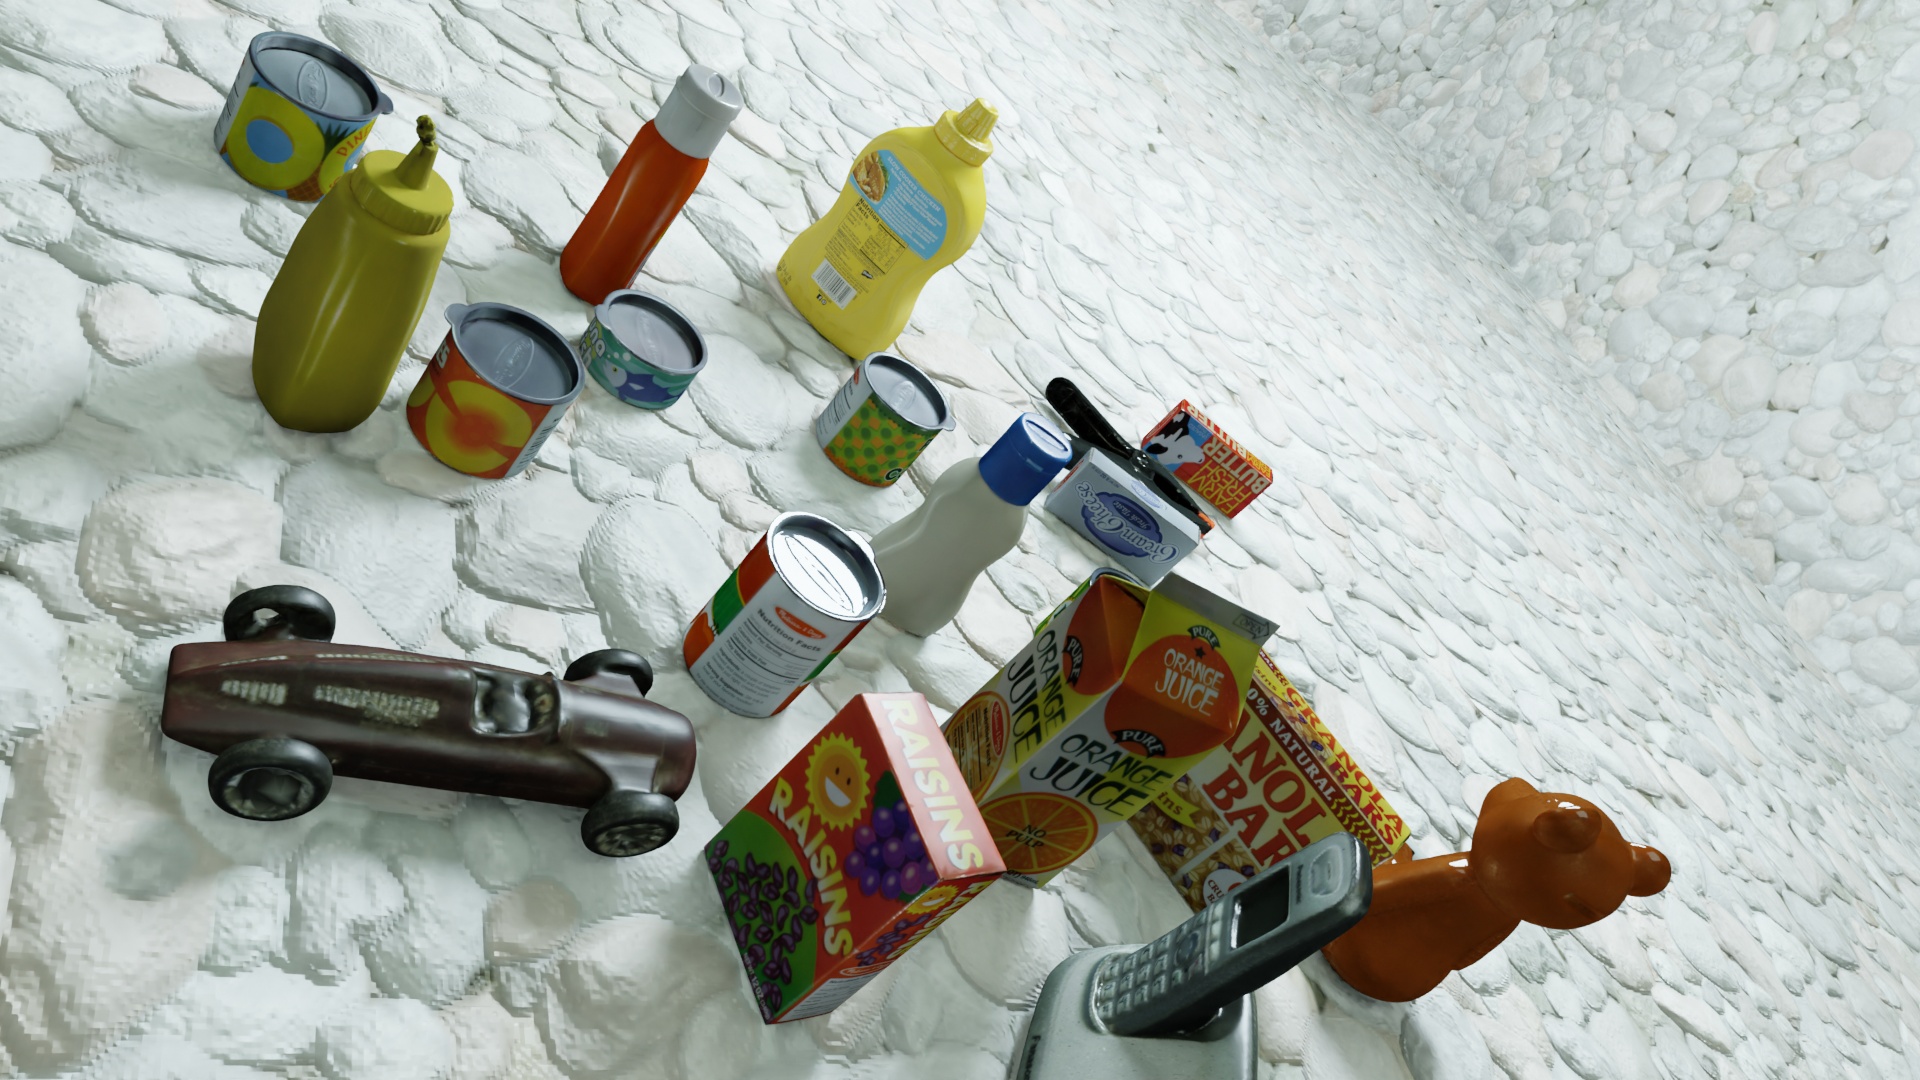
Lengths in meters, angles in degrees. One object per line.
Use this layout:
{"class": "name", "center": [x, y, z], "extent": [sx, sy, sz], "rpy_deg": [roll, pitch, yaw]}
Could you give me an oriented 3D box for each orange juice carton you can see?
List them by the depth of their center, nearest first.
{"class": "orange juice carton", "center": [0.066, 0.086, 0.685], "extent": [0.072, 0.192, 0.073], "rpy_deg": [27, 34, -25]}

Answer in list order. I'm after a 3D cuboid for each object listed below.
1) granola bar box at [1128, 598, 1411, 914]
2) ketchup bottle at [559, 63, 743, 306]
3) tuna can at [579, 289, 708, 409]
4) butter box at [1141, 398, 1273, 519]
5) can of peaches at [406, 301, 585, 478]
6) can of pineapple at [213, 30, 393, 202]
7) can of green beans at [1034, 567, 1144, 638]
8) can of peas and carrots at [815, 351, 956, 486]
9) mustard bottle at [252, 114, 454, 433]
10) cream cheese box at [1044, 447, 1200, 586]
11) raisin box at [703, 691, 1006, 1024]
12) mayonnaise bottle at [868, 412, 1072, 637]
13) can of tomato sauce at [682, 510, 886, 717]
{"class": "granola bar box", "center": [0.153, 0.135, 0.791], "extent": [0.166, 0.123, 0.039], "rpy_deg": [54, 32, 16]}
{"class": "ketchup bottle", "center": [-0.178, -0.204, 0.799], "extent": [0.043, 0.148, 0.065], "rpy_deg": [27, 34, -26]}
{"class": "tuna can", "center": [-0.183, -0.109, 0.790], "extent": [0.071, 0.032, 0.071], "rpy_deg": [30, 34, -22]}
{"class": "butter box", "center": [0.208, -0.068, 1.168], "extent": [0.103, 0.053, 0.024], "rpy_deg": [37, 31, -11]}
{"class": "can of peaches", "center": [-0.227, -0.073, 0.672], "extent": [0.071, 0.057, 0.071], "rpy_deg": [30, 34, -22]}
{"class": "can of pineapple", "center": [-0.340, -0.217, 0.717], "extent": [0.071, 0.057, 0.071], "rpy_deg": [30, 34, -22]}
{"class": "can of green beans", "center": [0.089, 0.060, 0.873], "extent": [0.071, 0.057, 0.071], "rpy_deg": [30, 34, -22]}
{"class": "can of peas and carrots", "center": [-0.047, -0.075, 0.879], "extent": [0.071, 0.058, 0.071], "rpy_deg": [30, 34, -22]}
{"class": "mustard bottle", "center": [-0.254, -0.116, 0.594], "extent": [0.049, 0.159, 0.065], "rpy_deg": [2, 50, -48]}
{"class": "cream cheese box", "center": [0.117, -0.016, 1.001], "extent": [0.104, 0.053, 0.024], "rpy_deg": [36, 32, -13]}
{"class": "raisin box", "center": [-0.047, 0.130, 0.569], "extent": [0.040, 0.123, 0.086], "rpy_deg": [7, 46, -45]}
{"class": "mayonnaise bottle", "center": [0.003, -0.010, 0.771], "extent": [0.065, 0.147, 0.041], "rpy_deg": [34, 32, -15]}
{"class": "can of tomato sauce", "center": [-0.086, 0.036, 0.677], "extent": [0.071, 0.082, 0.071], "rpy_deg": [30, 34, -22]}
